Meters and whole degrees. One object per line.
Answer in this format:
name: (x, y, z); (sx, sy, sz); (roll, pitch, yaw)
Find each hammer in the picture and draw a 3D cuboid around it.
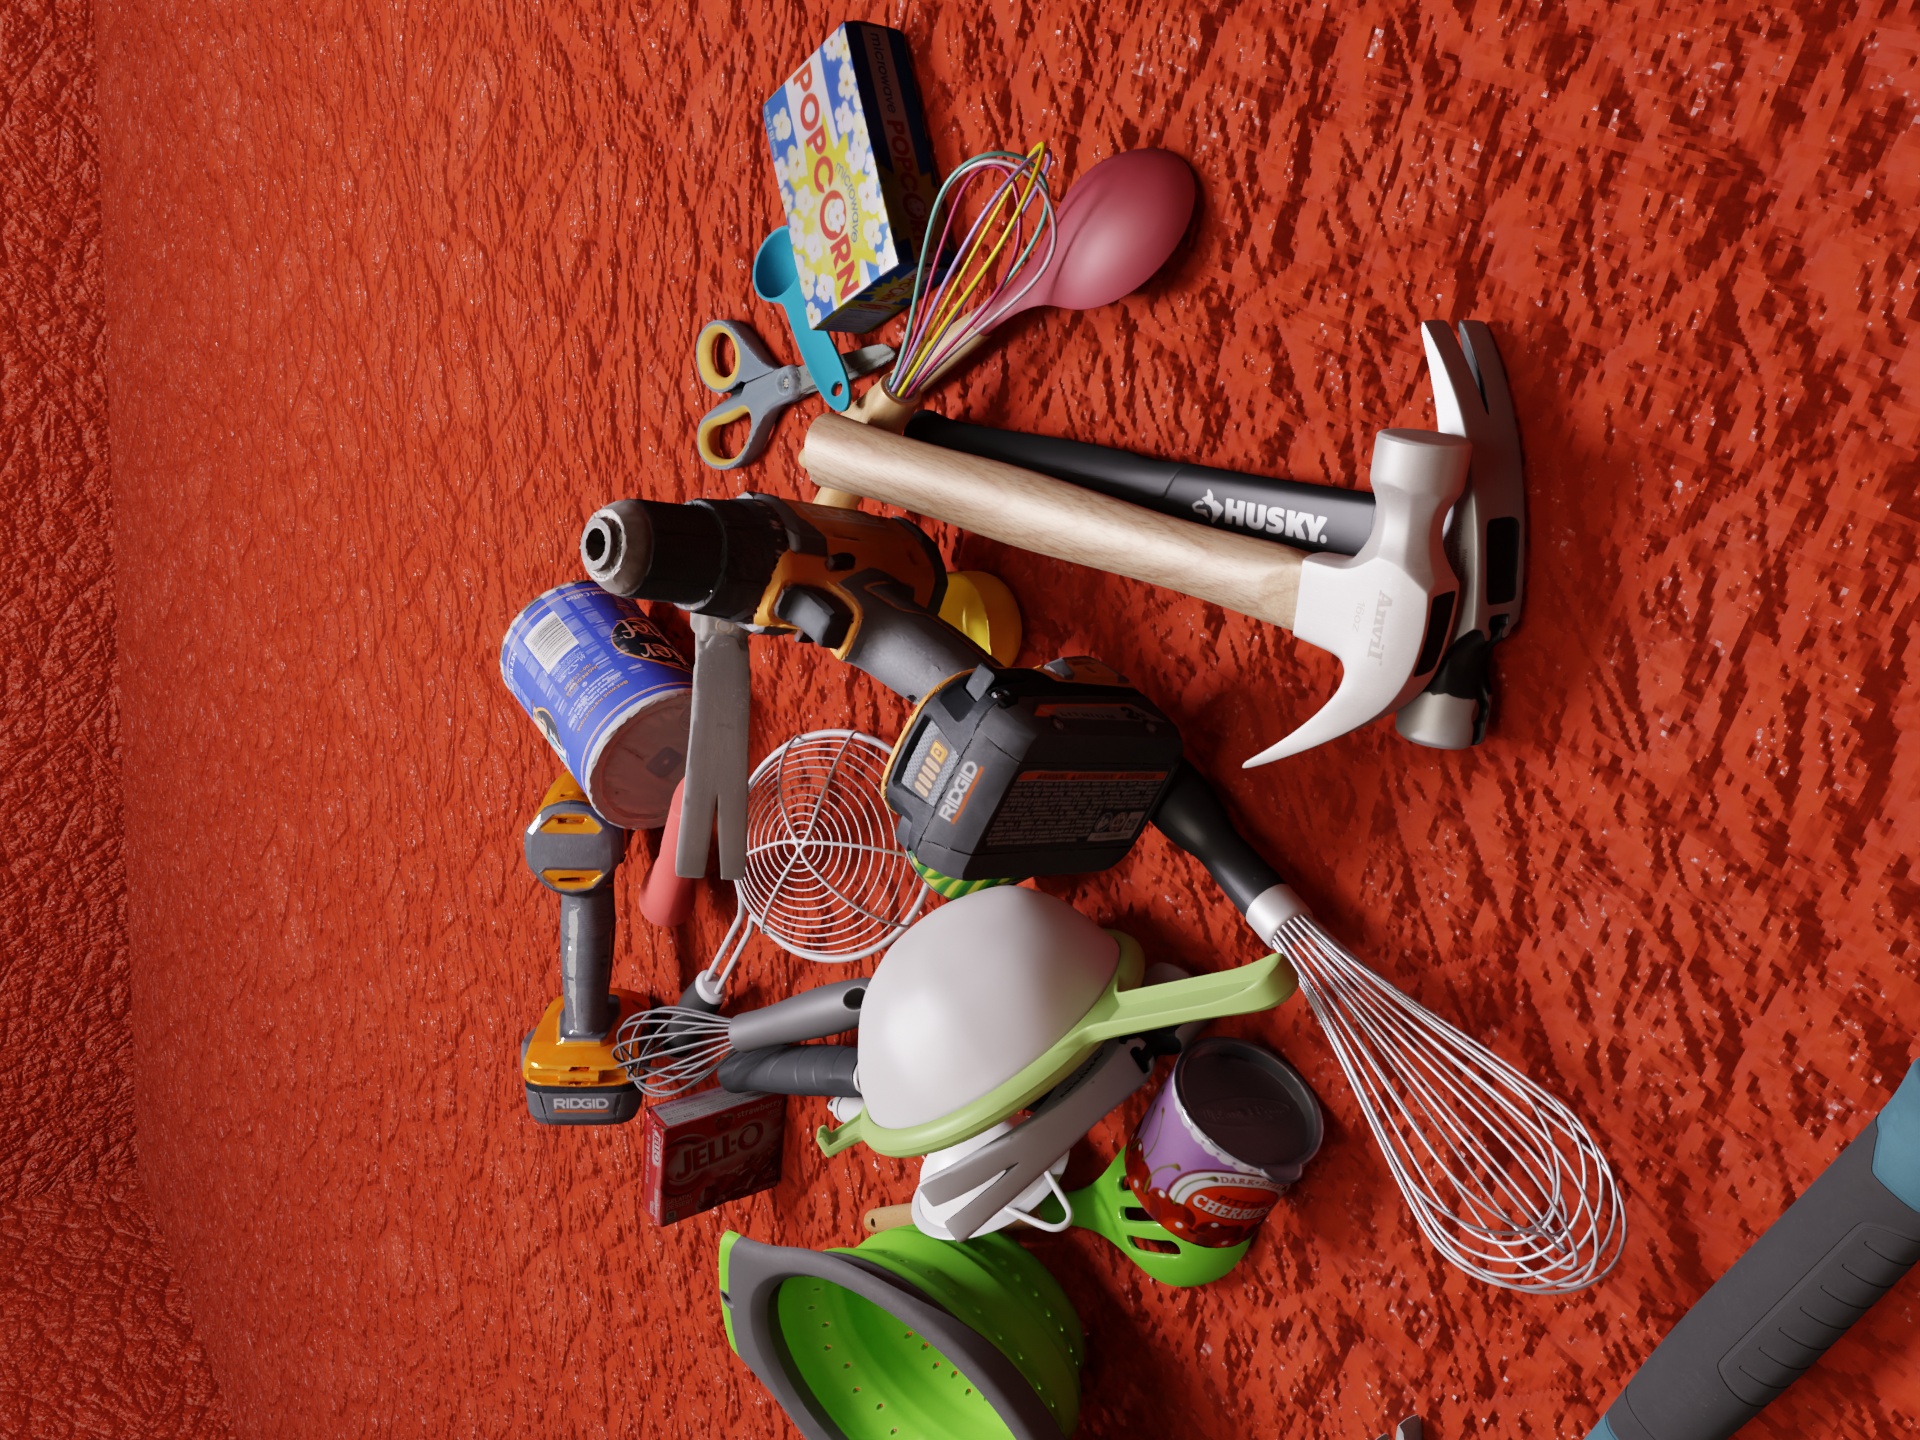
hammer: (0.084, -0.101, 0.666); (0.335, 0.035, 0.146); (22, 115, 48)
hammer: (-0.151, 0.064, 0.881); (0.359, 0.036, 0.149); (122, 150, -64)
hammer: (0.047, -0.077, 0.644); (0.332, 0.031, 0.130); (23, 118, 42)
hammer: (0.240, 0.238, 0.538); (0.128, 0.033, 0.330); (48, 132, 34)
hammer: (-0.041, 0.190, 0.833); (0.036, 0.149, 0.409); (57, 150, -9)

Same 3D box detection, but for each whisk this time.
whisk: (-0.021, -0.165, 0.728); (0.245, 0.051, 0.047); (-51, 49, 48)
whisk: (-0.126, 0.180, 0.931); (0.239, 0.055, 0.055); (-21, 80, 38)
whisk: (0.145, 0.098, 0.618); (0.285, 0.070, 0.070); (53, 135, 39)

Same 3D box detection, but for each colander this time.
colander: (0.060, 0.350, 0.760); (0.397, 0.094, 0.204); (26, 133, 27)

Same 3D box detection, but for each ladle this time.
ladle: (-0.002, -0.182, 0.765); (0.315, 0.031, 0.069); (-23, 60, 54)

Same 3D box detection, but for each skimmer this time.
skimmer: (-0.115, 0.131, 0.976); (0.127, 0.090, 0.363); (57, 148, 16)

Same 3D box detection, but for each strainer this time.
strainer: (0.032, 0.107, 0.669); (0.069, 0.151, 0.256); (55, 143, -8)
strainer: (-0.020, 0.221, 0.843); (0.050, 0.087, 0.258); (60, 155, -11)

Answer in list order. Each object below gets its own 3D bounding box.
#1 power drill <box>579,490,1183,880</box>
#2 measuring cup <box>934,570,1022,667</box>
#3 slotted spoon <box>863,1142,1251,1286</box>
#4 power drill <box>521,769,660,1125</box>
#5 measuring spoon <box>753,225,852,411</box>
power drill: (-0.039, -0.028, 0.673); (0.226, 0.185, 0.084); (42, 116, 35)
measuring cup: (-0.001, -0.003, 0.804); (0.062, 0.029, 0.156); (37, 127, 42)
slotted spoon: (0.032, 0.254, 0.815); (0.314, 0.031, 0.070); (-27, 69, 53)
power drill: (-0.251, 0.141, 1.091); (0.164, 0.084, 0.226); (-106, 17, -75)
measuring spoon: (-0.077, -0.212, 0.851); (0.042, 0.021, 0.129); (-40, 59, 30)
